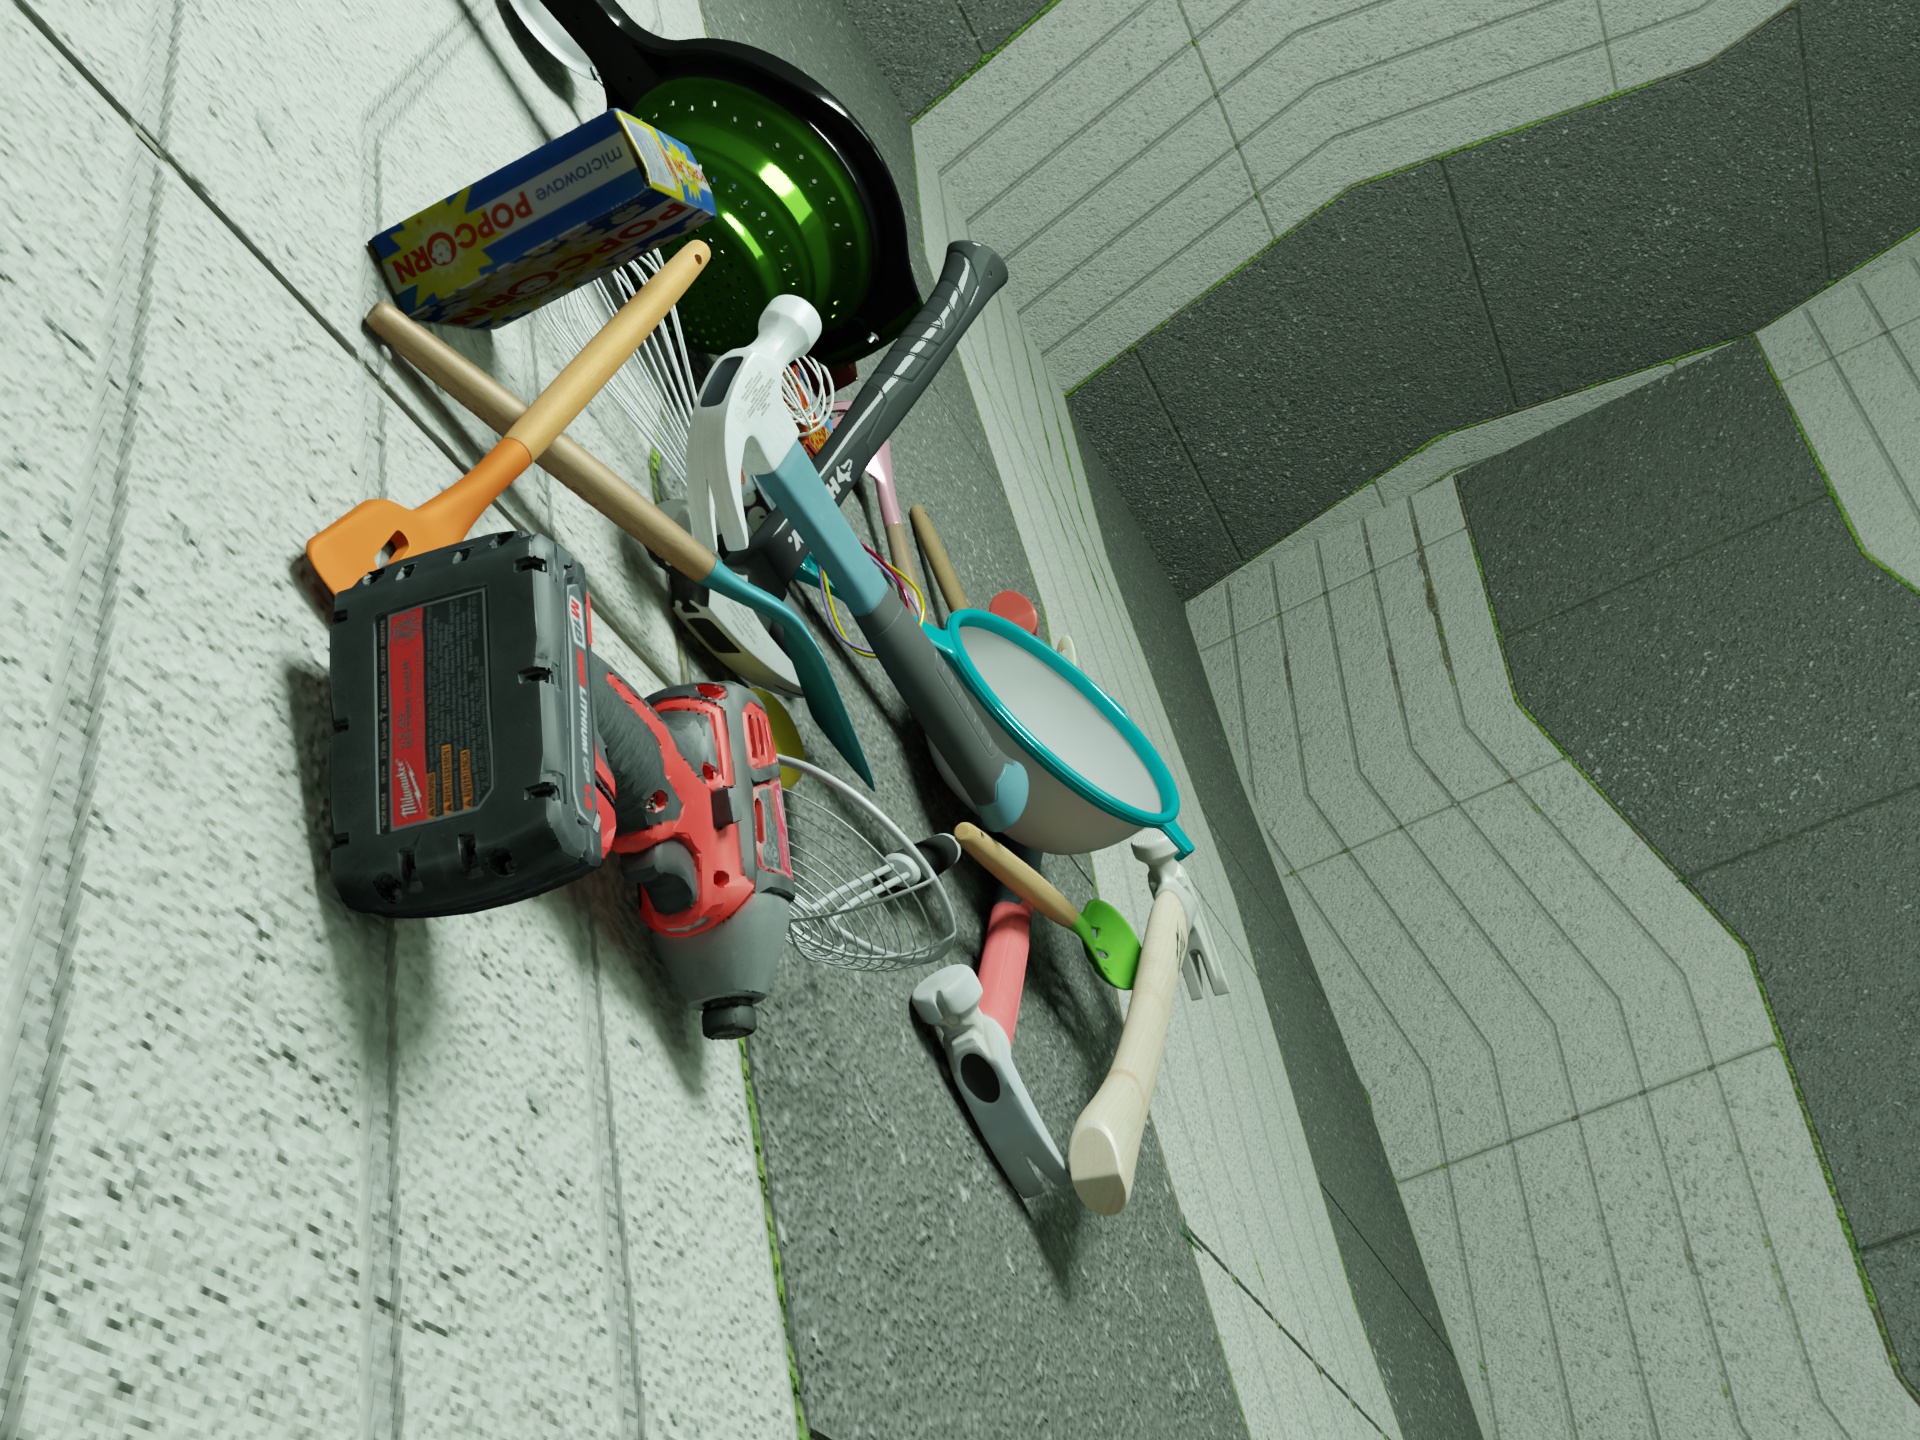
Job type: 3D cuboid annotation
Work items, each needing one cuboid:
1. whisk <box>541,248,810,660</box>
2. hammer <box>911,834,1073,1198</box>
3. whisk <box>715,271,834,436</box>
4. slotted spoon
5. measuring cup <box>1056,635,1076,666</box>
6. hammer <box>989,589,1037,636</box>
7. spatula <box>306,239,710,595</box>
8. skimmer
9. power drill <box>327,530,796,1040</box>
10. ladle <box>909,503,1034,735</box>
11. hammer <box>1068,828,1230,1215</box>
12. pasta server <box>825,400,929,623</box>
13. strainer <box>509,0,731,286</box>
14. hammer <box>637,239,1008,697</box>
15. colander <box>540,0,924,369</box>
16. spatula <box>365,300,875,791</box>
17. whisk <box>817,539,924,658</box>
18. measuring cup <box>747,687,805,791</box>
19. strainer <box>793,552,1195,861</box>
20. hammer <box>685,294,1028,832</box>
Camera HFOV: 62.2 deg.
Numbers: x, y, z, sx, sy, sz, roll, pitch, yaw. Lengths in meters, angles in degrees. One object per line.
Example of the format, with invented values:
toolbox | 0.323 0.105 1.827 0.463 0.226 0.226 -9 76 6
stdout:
whisk | -0.145 -0.140 0.859 0.070 0.070 0.284 -85 151 -65
hammer | 0.039 0.153 1.058 0.143 0.038 0.386 63 14 -13
whisk | -0.167 -0.301 1.079 0.246 0.059 0.058 56 8 -11
slotted spoon | 0.062 0.122 1.060 0.313 0.031 0.070 43 30 -58
measuring cup | 0.072 0.014 1.265 0.038 0.083 0.167 6 85 -48
hammer | 0.063 -0.048 1.388 0.359 0.036 0.149 45 21 -82
spatula | -0.166 -0.125 0.657 0.081 0.041 0.323 58 36 -30
skimmer | -0.030 0.064 0.844 0.127 0.090 0.363 36 8 9
power drill | -0.123 0.033 0.568 0.219 0.078 0.143 45 34 -65
ladle | -0.005 -0.073 1.314 0.078 0.062 0.321 46 16 -45
hammer | 0.130 0.210 1.076 0.411 0.038 0.146 -52 123 -67
pasta server | -0.053 -0.124 1.238 0.060 0.040 0.316 40 32 -60
strainer | -0.212 -0.391 1.020 0.258 0.050 0.087 57 26 -15
hammer | -0.053 -0.160 0.903 0.335 0.035 0.146 -60 135 -32
colander | -0.193 -0.342 0.917 0.396 0.204 0.094 47 53 -22
spatula | -0.143 -0.075 0.730 0.317 0.044 0.082 39 3 -35
whisk | -0.079 -0.119 0.999 0.051 0.047 0.245 15 31 -40
measuring cup | -0.112 0.008 0.756 0.062 0.029 0.156 67 11 8
strainer | -0.002 -0.003 1.090 0.340 0.095 0.211 30 22 -28
hammer | -0.042 -0.058 0.864 0.330 0.033 0.128 57 49 -37
